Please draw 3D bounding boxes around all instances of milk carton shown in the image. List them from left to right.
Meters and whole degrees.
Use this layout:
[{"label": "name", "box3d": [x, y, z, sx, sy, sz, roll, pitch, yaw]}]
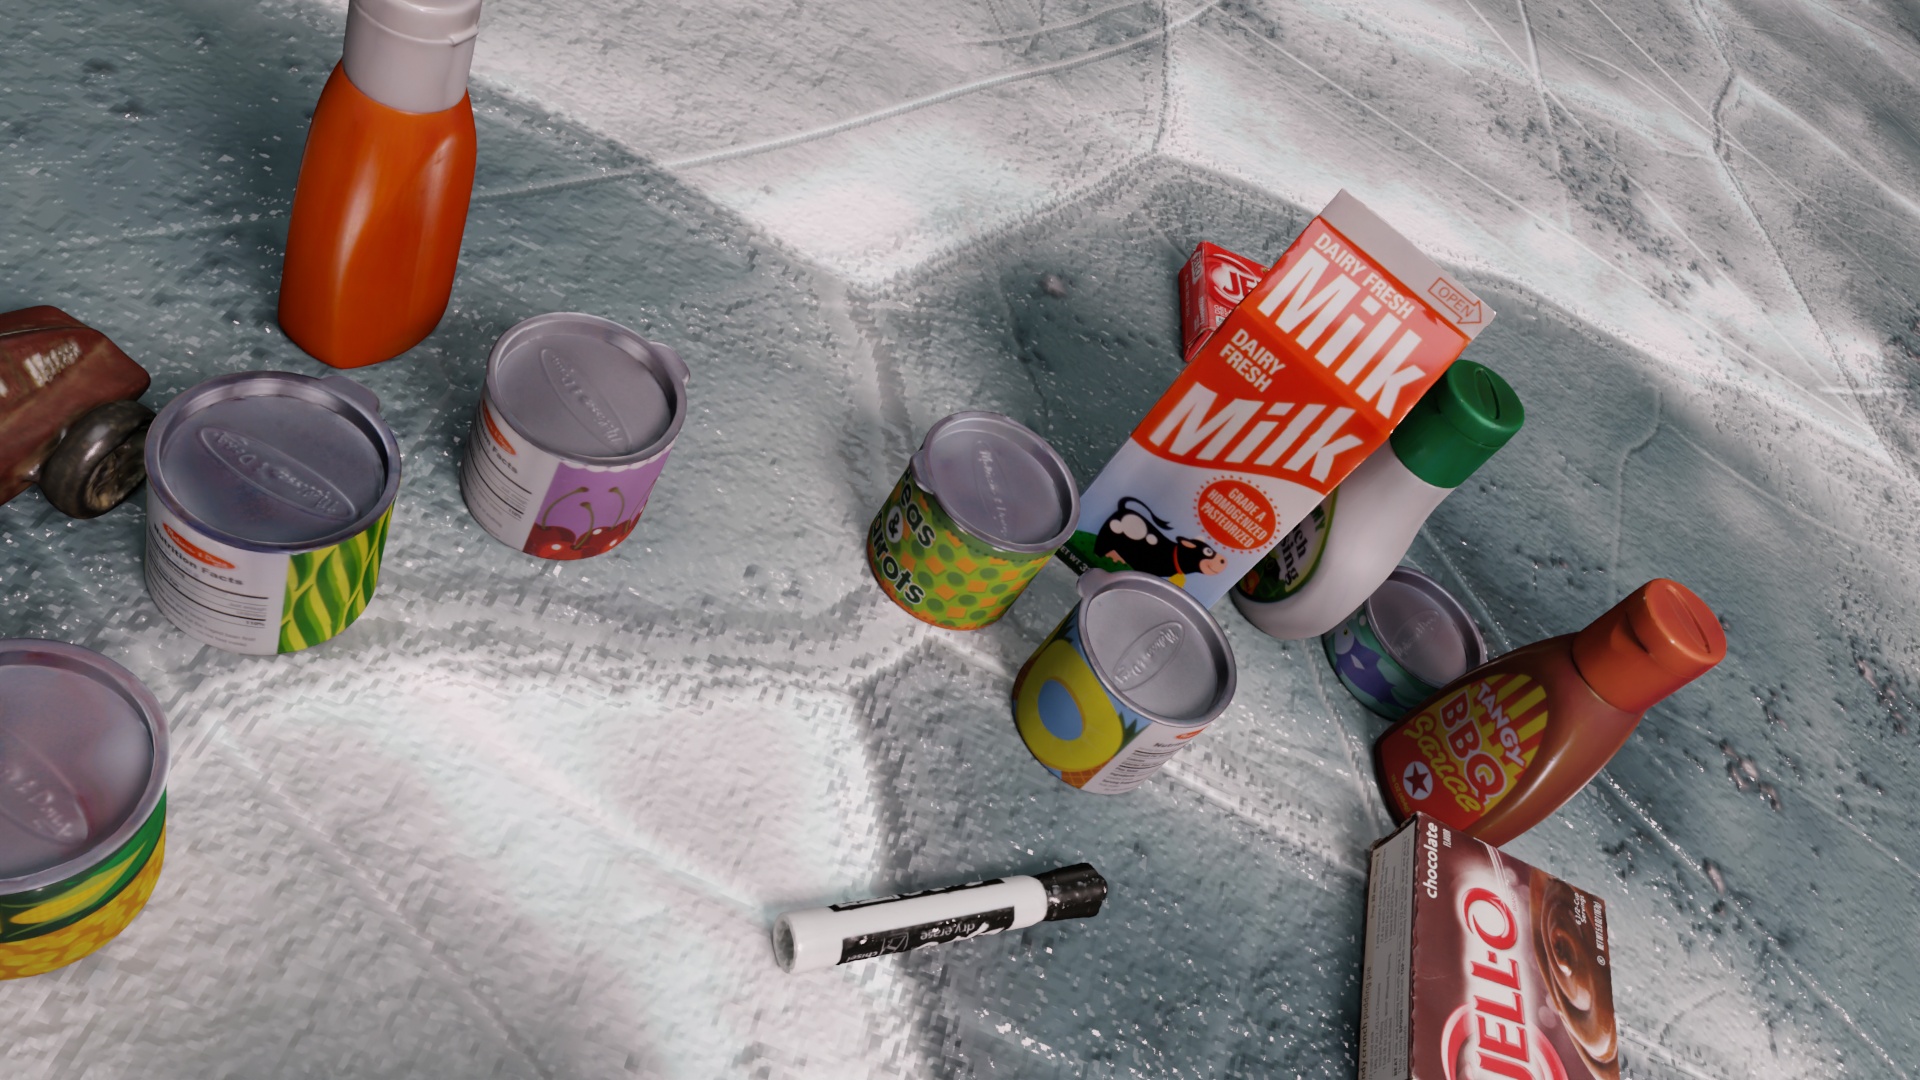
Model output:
[{"label": "milk carton", "box3d": [0.118, -0.047, 0.545, 0.072, 0.189, 0.074, 41, 45, 5]}]

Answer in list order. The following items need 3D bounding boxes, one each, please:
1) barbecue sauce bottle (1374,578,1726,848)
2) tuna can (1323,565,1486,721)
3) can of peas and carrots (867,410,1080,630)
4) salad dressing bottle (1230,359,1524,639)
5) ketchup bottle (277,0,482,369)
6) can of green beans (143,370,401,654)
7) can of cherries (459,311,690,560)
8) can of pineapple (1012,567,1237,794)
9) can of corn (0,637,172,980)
[{"label": "barbecue sauce bottle", "box3d": [0.227, 0.070, 0.543, 0.044, 0.147, 0.065, 4, 53, -28]}, {"label": "tuna can", "box3d": [0.202, 0.049, 0.627, 0.071, 0.032, 0.071, 16, 48, -19]}, {"label": "can of peas and carrots", "box3d": [0.002, -0.007, 0.537, 0.071, 0.058, 0.071, 16, 48, -19]}, {"label": "salad dressing bottle", "box3d": [0.170, -0.015, 0.579, 0.044, 0.147, 0.064, 19, 47, -16]}, {"label": "ketchup bottle", "box3d": [-0.188, -0.124, 0.458, 0.043, 0.148, 0.065, 37, 45, 1]}, {"label": "can of green beans", "box3d": [-0.206, -0.008, 0.416, 0.071, 0.057, 0.071, 16, 48, -19]}, {"label": "can of cherries", "box3d": [-0.133, -0.036, 0.482, 0.071, 0.058, 0.072, 16, 48, -19]}, {"label": "can of pineapple", "box3d": [0.060, 0.053, 0.523, 0.071, 0.057, 0.071, 16, 48, -19]}, {"label": "can of corn", "box3d": [-0.233, 0.068, 0.338, 0.071, 0.058, 0.071, 16, 48, -19]}]
